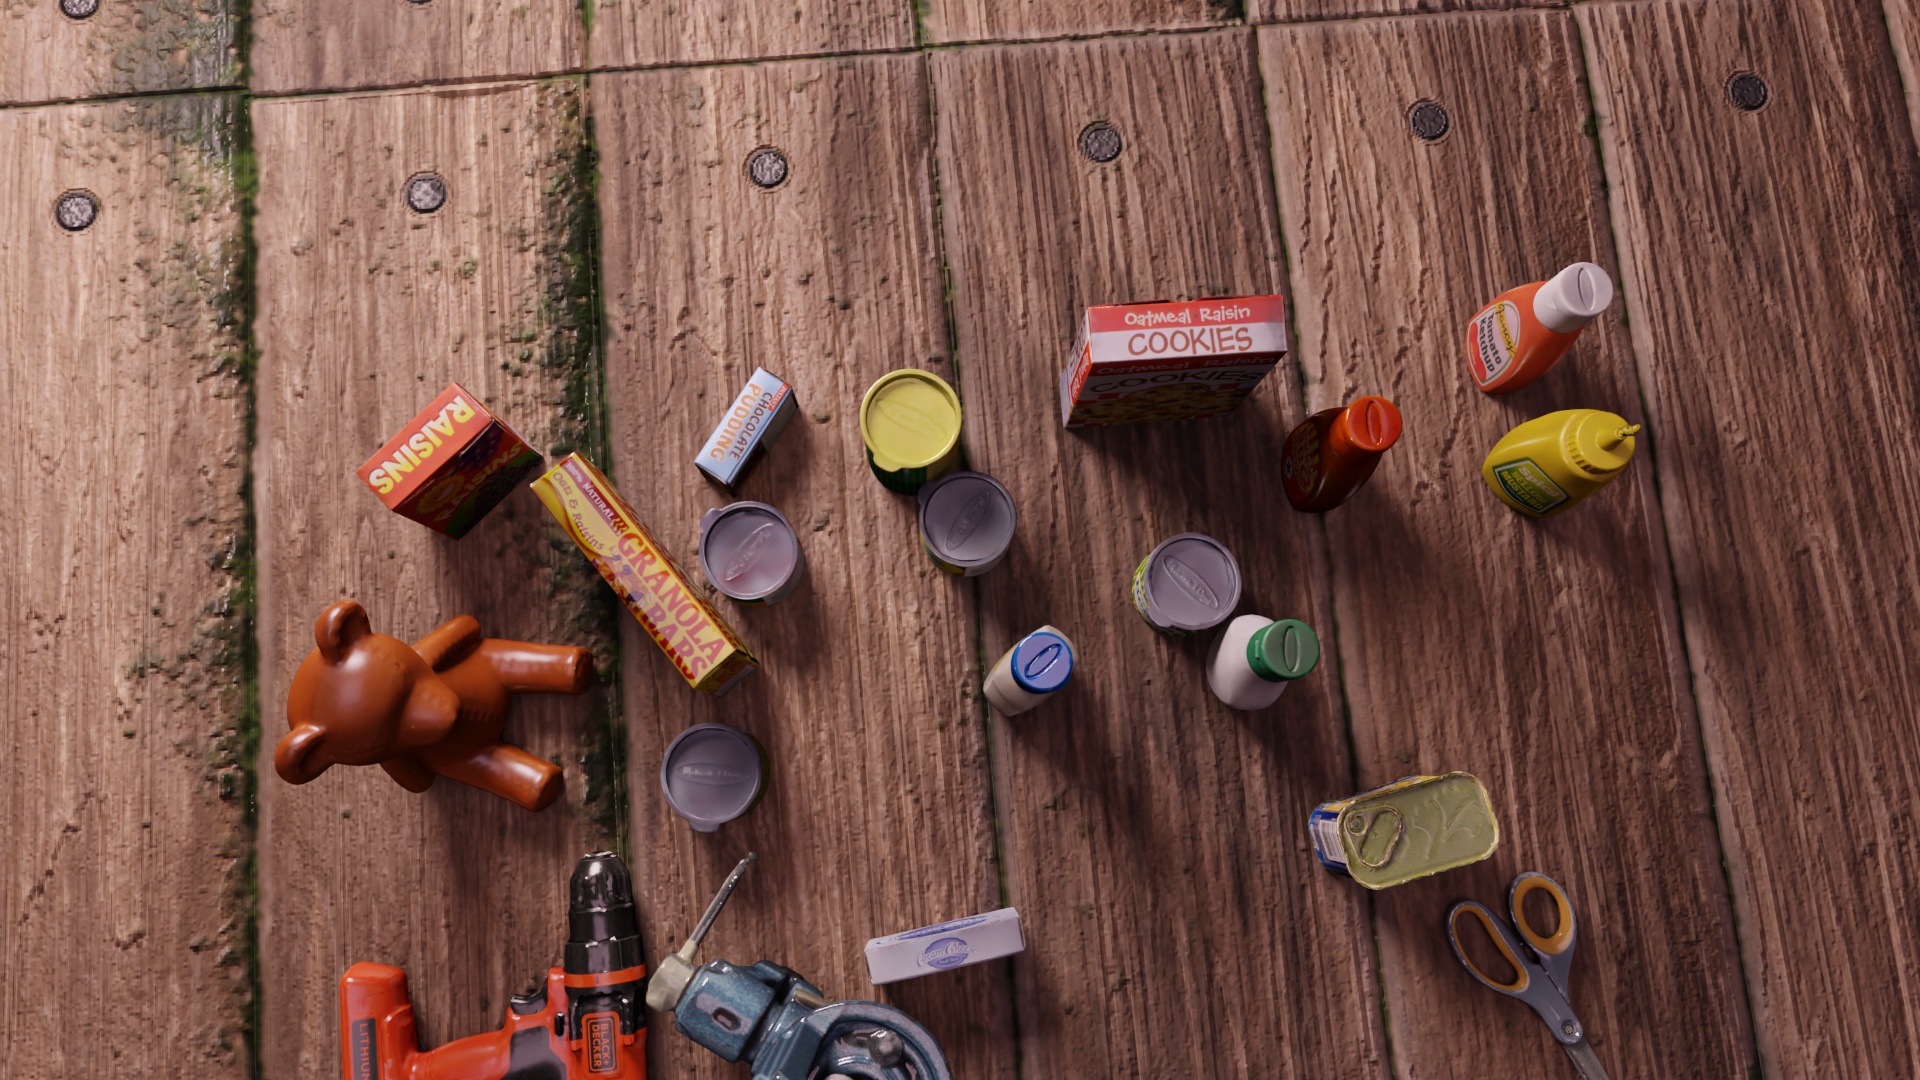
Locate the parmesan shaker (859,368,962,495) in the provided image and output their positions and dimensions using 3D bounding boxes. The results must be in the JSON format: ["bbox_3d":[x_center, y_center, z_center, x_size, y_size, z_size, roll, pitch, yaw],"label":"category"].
[{"bbox_3d":[-0.035,-0.069,0.946,0.071,0.103,0.071,0,81,-2],"label":"parmesan shaker"}]

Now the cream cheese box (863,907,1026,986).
[{"bbox_3d":[-0.010,0.267,0.914,0.104,0.053,0.024,-12,81,-4],"label":"cream cheese box"}]

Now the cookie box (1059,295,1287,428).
[{"bbox_3d":[0.136,-0.117,0.927,0.123,0.167,0.040,-4,81,-2],"label":"cookie box"}]

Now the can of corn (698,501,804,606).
[{"bbox_3d":[-0.144,0.009,0.952,0.071,0.058,0.071,0,81,-2],"label":"can of corn"}]

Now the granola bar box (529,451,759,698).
[{"bbox_3d":[-0.203,0.026,0.914,0.039,0.124,0.165,-40,84,-7],"label":"granola bar box"}]

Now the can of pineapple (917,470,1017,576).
[{"bbox_3d":[0.003,-0.012,0.960,0.071,0.057,0.071,0,81,-2],"label":"can of pineapple"}]

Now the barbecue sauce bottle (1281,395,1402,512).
[{"bbox_3d":[0.254,-0.061,0.931,0.044,0.148,0.065,-2,81,-2],"label":"barbecue sauce bottle"}]

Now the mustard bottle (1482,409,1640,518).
[{"bbox_3d":[0.407,-0.057,0.929,0.065,0.160,0.049,44,82,5],"label":"mustard bottle"}]

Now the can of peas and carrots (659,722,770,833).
[{"bbox_3d":[-0.162,0.158,0.926,0.071,0.058,0.071,0,81,-2],"label":"can of peas and carrots"}]

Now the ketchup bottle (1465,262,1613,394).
[{"bbox_3d":[0.394,-0.148,0.950,0.043,0.148,0.065,-6,81,-3],"label":"ketchup bottle"}]

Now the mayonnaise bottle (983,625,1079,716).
[{"bbox_3d":[0.048,0.083,0.900,0.065,0.148,0.041,-43,84,-7],"label":"mayonnaise bottle"}]

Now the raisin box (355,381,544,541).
[{"bbox_3d":[-0.335,-0.049,0.923,0.086,0.123,0.040,-44,85,-8],"label":"raisin box"}]

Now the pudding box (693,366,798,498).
[{"bbox_3d":[-0.149,-0.075,0.971,0.030,0.049,0.084,32,81,3],"label":"pudding box"}]

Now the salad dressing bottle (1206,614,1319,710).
[{"bbox_3d":[0.196,0.077,0.906,0.044,0.147,0.064,2,81,-1],"label":"salad dressing bottle"}]

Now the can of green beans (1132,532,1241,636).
[{"bbox_3d":[0.155,0.032,0.958,0.071,0.057,0.071,0,81,-2],"label":"can of green beans"}]
